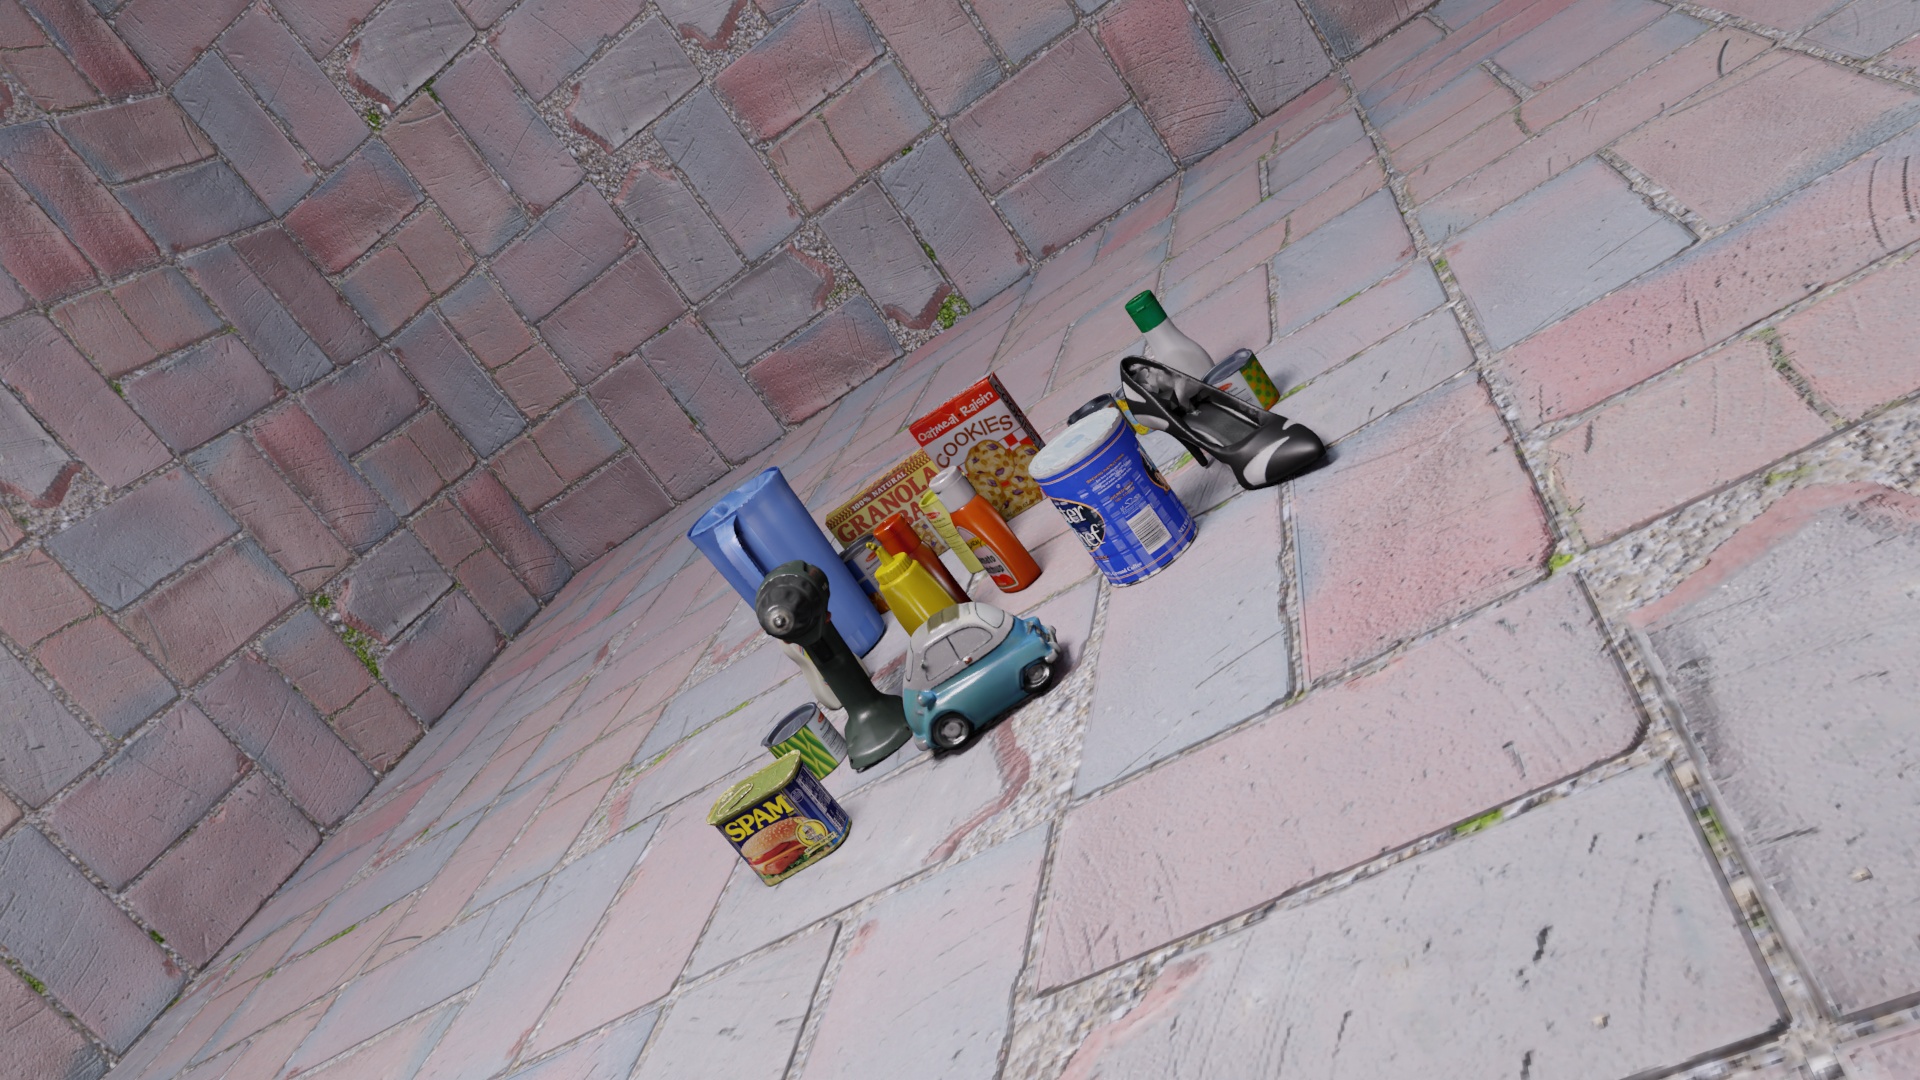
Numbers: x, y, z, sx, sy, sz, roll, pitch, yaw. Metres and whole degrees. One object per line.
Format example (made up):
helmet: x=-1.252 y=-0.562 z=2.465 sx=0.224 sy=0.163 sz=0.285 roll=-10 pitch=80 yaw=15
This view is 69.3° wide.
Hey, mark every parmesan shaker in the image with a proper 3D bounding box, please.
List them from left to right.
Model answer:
parmesan shaker: x=0.006 y=-0.021 z=1.645 sx=0.071 sy=0.103 sz=0.071 roll=-34 pitch=15 yaw=11

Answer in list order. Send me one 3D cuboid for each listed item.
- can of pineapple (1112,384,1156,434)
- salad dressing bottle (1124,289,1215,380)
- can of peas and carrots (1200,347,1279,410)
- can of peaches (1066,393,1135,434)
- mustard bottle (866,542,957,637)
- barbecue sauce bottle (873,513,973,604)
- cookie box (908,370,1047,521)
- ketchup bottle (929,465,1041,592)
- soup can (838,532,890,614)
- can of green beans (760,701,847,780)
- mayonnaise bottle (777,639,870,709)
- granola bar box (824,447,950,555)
can of pineapple: x=0.226 y=-0.168 z=1.683 sx=0.071 sy=0.057 sz=0.071 roll=-34 pitch=15 yaw=11
salad dressing bottle: x=0.248 y=-0.225 z=1.630 sx=0.064 sy=0.147 sz=0.044 roll=-31 pitch=16 yaw=22
can of peas and carrots: x=0.303 y=-0.165 z=1.501 sx=0.071 sy=0.058 sz=0.071 roll=-34 pitch=15 yaw=11
can of peaches: x=0.173 y=-0.139 z=1.714 sx=0.071 sy=0.058 sz=0.071 roll=-34 pitch=15 yaw=11
mustard bottle: x=-0.041 y=0.061 z=1.395 sx=0.049 sy=0.160 sz=0.065 roll=-46 pitch=17 yaw=-31
barbecue sauce bottle: x=-0.034 y=0.039 z=1.469 sx=0.044 sy=0.148 sz=0.065 roll=-38 pitch=15 yaw=-4
cookie box: x=0.035 y=-0.108 z=1.717 sx=0.122 sy=0.167 sz=0.040 roll=-31 pitch=16 yaw=22
ketchup bottle: x=0.024 y=-0.012 z=1.492 sx=0.044 sy=0.148 sz=0.064 roll=-43 pitch=16 yaw=-23
soup can: x=-0.111 y=0.043 z=1.751 sx=0.071 sy=0.083 sz=0.071 roll=-34 pitch=15 yaw=11
can of green beans: x=-0.156 y=0.207 z=1.411 sx=0.071 sy=0.057 sz=0.071 roll=-34 pitch=15 yaw=11
mayonnaise bottle: x=-0.166 y=0.115 z=1.536 sx=0.065 sy=0.148 sz=0.041 roll=-44 pitch=16 yaw=-25
granola bar box: x=-0.073 y=-0.027 z=1.798 sx=0.165 sy=0.124 sz=0.039 roll=-34 pitch=15 yaw=9
